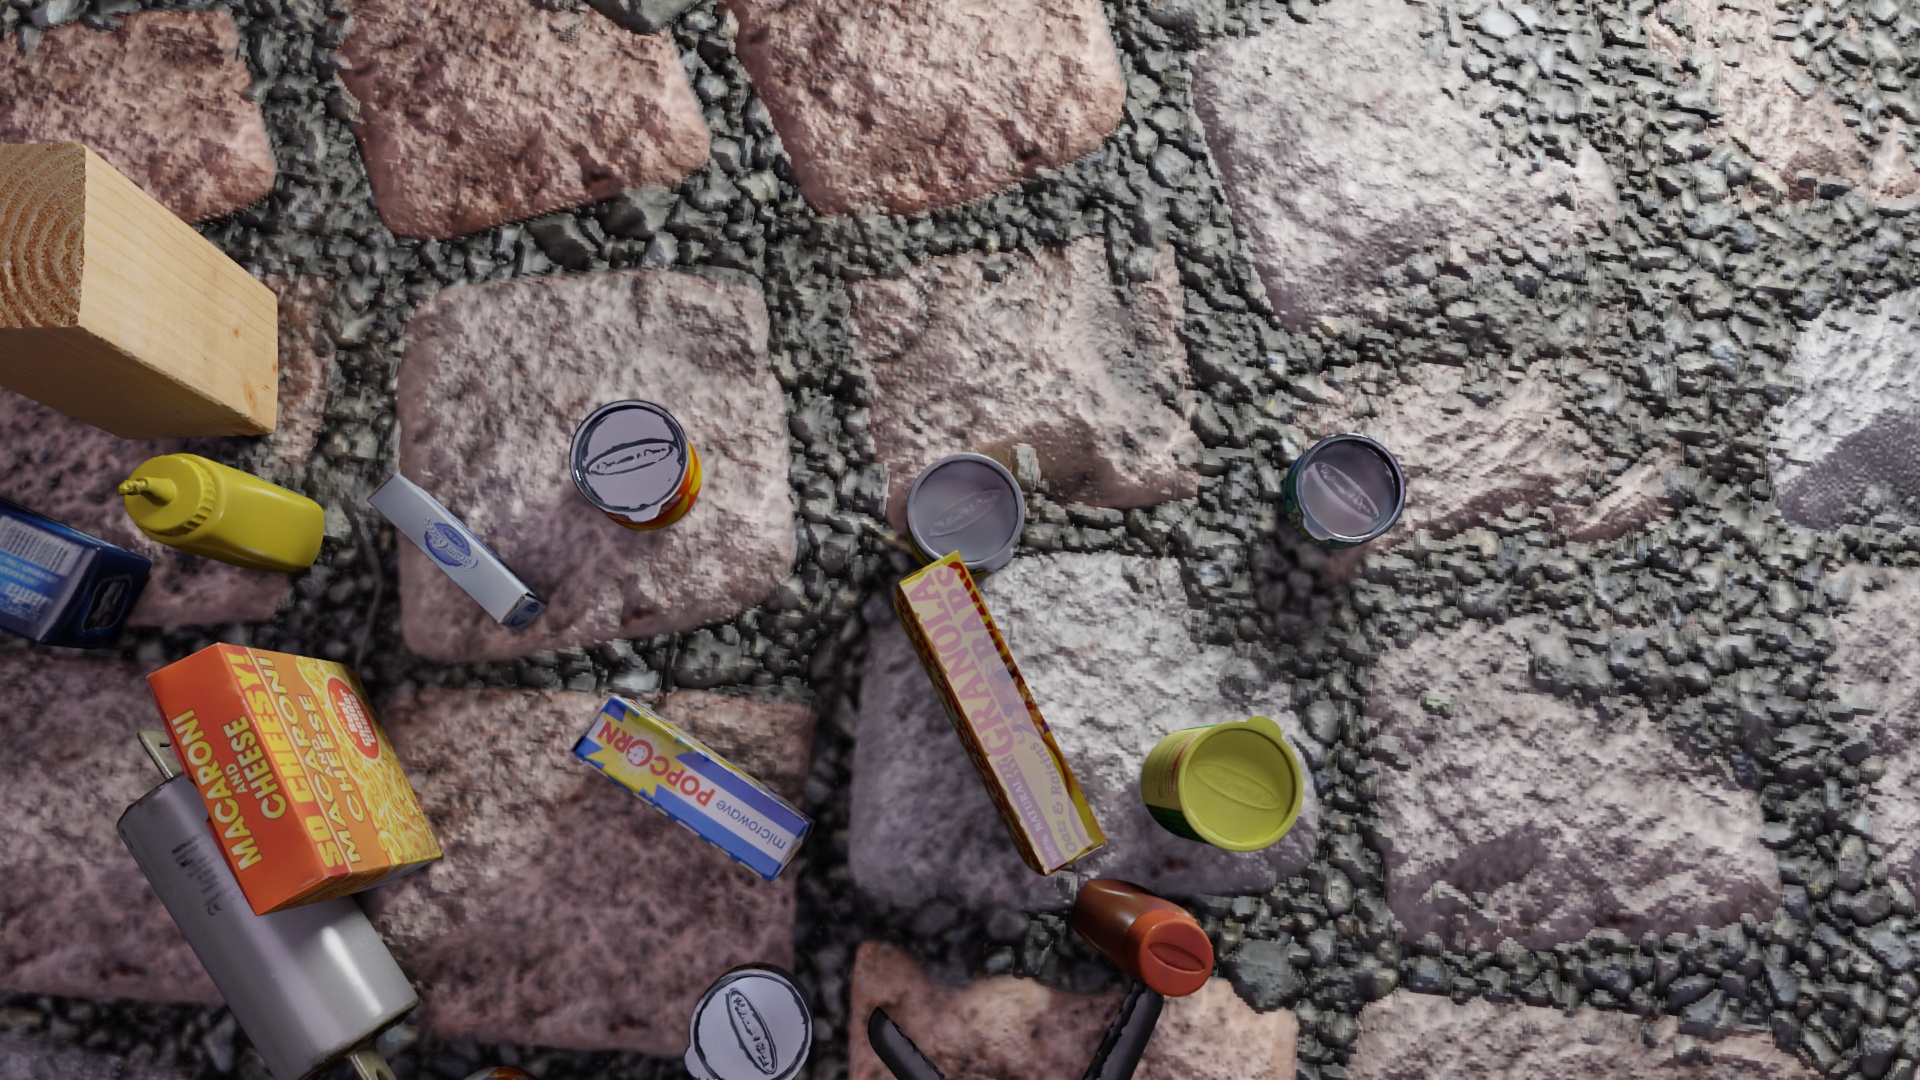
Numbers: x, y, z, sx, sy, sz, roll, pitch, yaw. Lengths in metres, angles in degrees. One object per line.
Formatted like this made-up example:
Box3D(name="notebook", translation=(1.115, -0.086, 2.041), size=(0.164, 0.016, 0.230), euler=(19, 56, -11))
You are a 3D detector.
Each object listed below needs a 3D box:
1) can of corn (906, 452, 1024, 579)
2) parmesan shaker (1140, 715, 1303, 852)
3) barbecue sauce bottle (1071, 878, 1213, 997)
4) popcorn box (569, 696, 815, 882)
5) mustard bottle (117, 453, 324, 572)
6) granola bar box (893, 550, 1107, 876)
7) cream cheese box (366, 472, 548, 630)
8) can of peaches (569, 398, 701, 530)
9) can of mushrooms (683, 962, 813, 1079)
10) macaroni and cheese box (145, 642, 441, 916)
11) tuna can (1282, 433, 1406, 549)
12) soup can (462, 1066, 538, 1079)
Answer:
Box3D(name="can of corn", translation=(0.003, -0.010, 0.802), size=(0.071, 0.058, 0.071), euler=(1, 81, -3))
Box3D(name="parmesan shaker", translation=(0.142, 0.132, 0.763), size=(0.071, 0.103, 0.071), euler=(1, 81, -3))
Box3D(name="barbecue sauce bottle", translation=(0.098, 0.207, 0.724), size=(0.065, 0.148, 0.044), euler=(22, 81, 1))
Box3D(name="popcorn box", translation=(-0.141, 0.135, 0.755), size=(0.127, 0.085, 0.038), euler=(32, 81, 2))
Box3D(name="mustard bottle", translation=(-0.392, -0.016, 0.729), size=(0.065, 0.160, 0.049), euler=(10, 81, -1))
Box3D(name="granola bar box", translation=(0.016, 0.095, 0.751), size=(0.039, 0.124, 0.165), euler=(-26, 83, -7))
Box3D(name="cream cheese box", translation=(-0.282, 0.008, 0.785), size=(0.104, 0.053, 0.024), euler=(42, 81, 4))
Box3D(name="can of peaches", translation=(-0.184, -0.040, 0.796), size=(0.071, 0.058, 0.071), euler=(1, 81, -3))
Box3D(name="can of mushrooms", translation=(-0.116, 0.268, 0.760), size=(0.071, 0.033, 0.071), euler=(1, 80, -3))
Box3D(name="macaroni and cheese box", translation=(-0.332, 0.120, 0.706), size=(0.040, 0.166, 0.124), euler=(-28, 83, -7))
Box3D(name="tuna can", translation=(0.227, -0.027, 0.830), size=(0.071, 0.032, 0.071), euler=(1, 80, -3))
Box3D(name="soup can", translation=(-0.249, 0.317, 0.719), size=(0.071, 0.083, 0.071), euler=(1, 81, -3))
